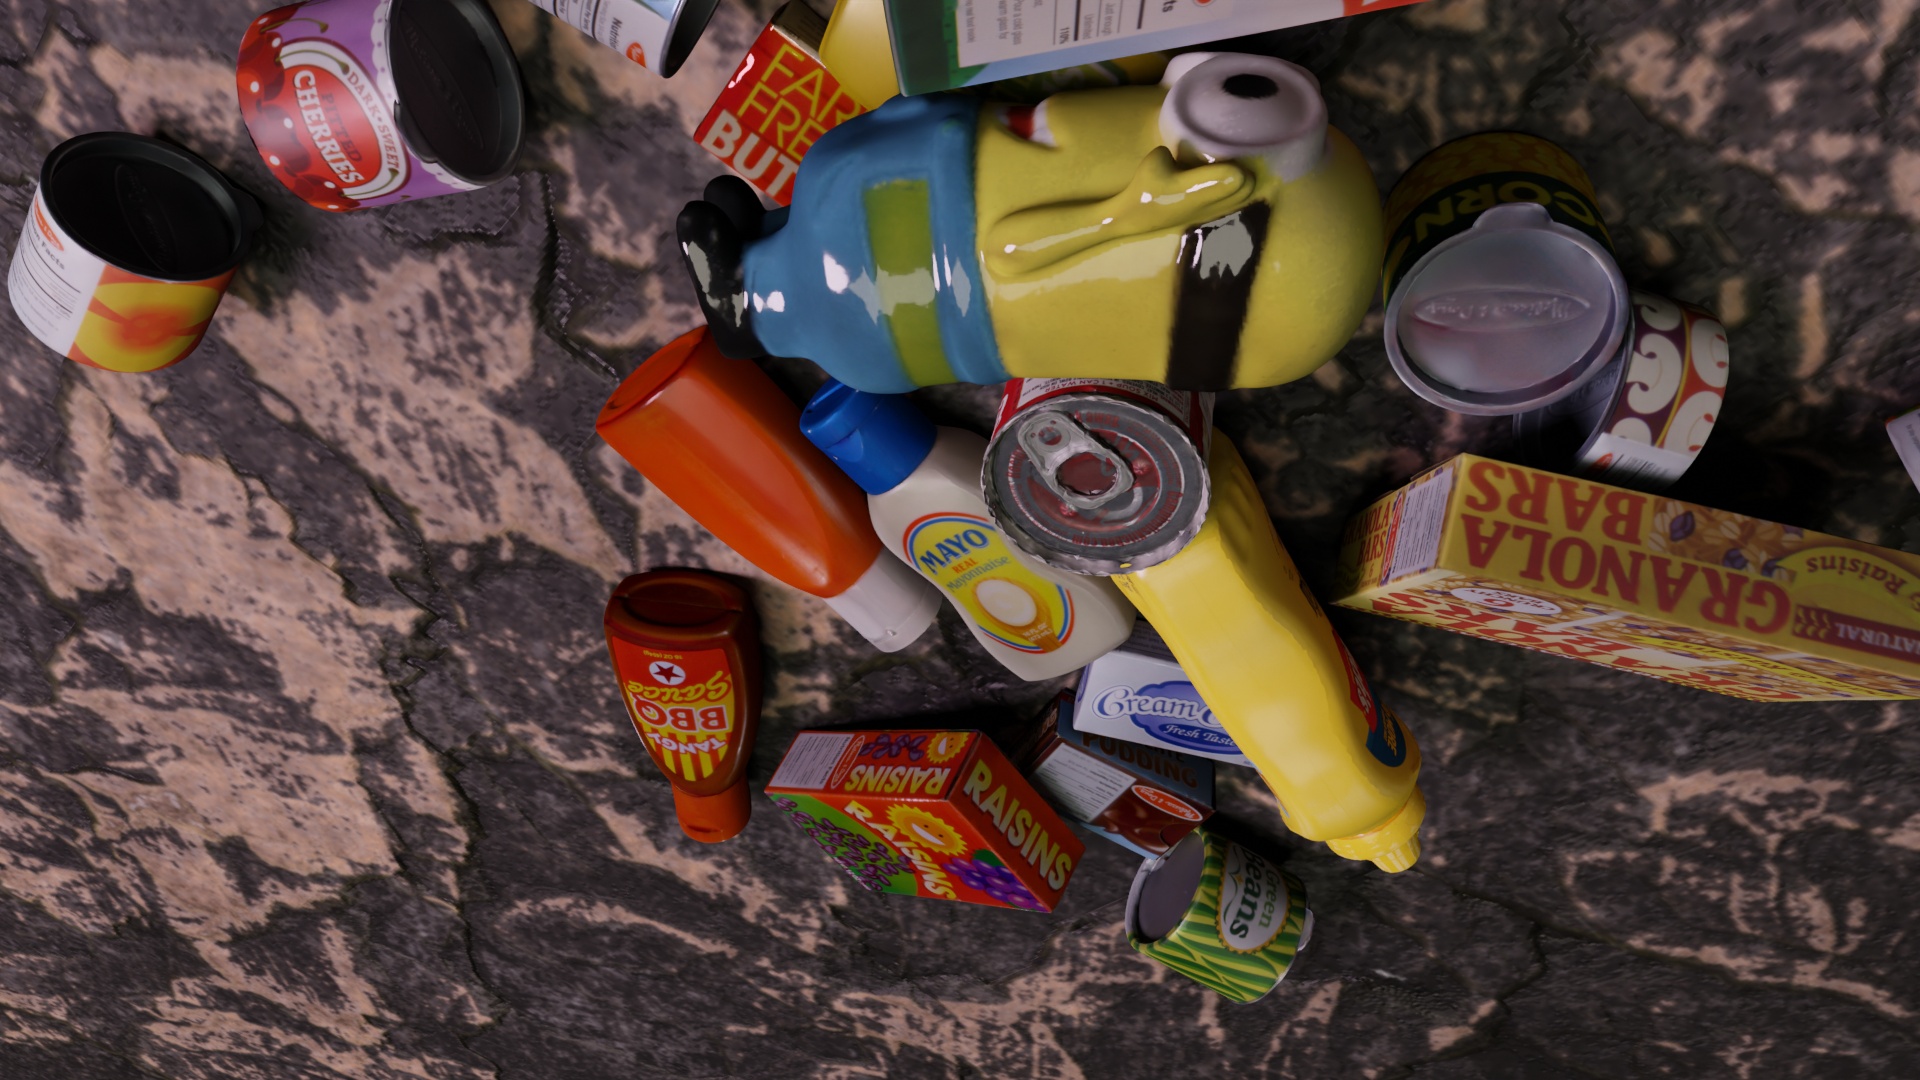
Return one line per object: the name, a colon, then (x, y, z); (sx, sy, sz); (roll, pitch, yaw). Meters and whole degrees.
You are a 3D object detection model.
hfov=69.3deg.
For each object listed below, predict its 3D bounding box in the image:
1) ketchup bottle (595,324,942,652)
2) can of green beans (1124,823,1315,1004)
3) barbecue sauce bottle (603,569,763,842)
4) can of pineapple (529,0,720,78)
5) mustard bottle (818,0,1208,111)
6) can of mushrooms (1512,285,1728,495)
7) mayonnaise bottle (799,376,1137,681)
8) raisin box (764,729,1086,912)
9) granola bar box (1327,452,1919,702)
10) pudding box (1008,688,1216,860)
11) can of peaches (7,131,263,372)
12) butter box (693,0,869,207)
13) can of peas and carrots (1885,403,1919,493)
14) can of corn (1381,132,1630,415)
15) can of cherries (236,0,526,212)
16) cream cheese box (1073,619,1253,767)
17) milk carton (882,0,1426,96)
ketchup bottle: (-0.068, -0.014, 0.542); (0.064, 0.044, 0.148); (-26, 121, 35)
can of green beans: (0.119, 0.173, 0.649); (0.058, 0.071, 0.071); (31, 131, -13)
barbecue sauce bottle: (-0.121, 0.080, 0.638); (0.065, 0.044, 0.147); (6, 132, 7)
can of pineapple: (-0.093, -0.176, 0.392); (0.058, 0.071, 0.070); (28, 131, -11)
mustard bottle: (0.041, -0.130, 0.410); (0.160, 0.049, 0.065); (24, 131, -8)
can of mushrooms: (0.205, -0.048, 0.435); (0.033, 0.071, 0.070); (15, 132, -3)
mayonnaise bottle: (0.002, -0.007, 0.534); (0.064, 0.041, 0.148); (-28, 120, 34)
raisin box: (-0.018, 0.126, 0.634); (0.123, 0.040, 0.086); (-7, 131, 45)
granola bar box: (0.222, 0.016, 0.460); (0.166, 0.039, 0.124); (13, 173, 2)
pudding box: (0.067, 0.107, 0.627); (0.084, 0.030, 0.049); (27, 130, -11)
can of peaches: (-0.299, -0.103, 0.505); (0.071, 0.071, 0.057); (36, 129, -18)
butter box: (-0.029, -0.122, 0.451); (0.103, 0.024, 0.053); (33, 129, -16)
can of peas and carrots: (0.333, -0.021, 0.428); (0.058, 0.071, 0.071); (-32, 118, 34)
can of corn: (0.161, -0.083, 0.418); (0.071, 0.058, 0.070); (7, 132, 8)
can of cherries: (-0.183, -0.140, 0.439); (0.058, 0.072, 0.071); (-5, 129, 18)
cream cheese box: (0.103, 0.066, 0.586); (0.104, 0.024, 0.053); (12, 131, 3)
milk carton: (0.071, -0.168, 0.319); (0.191, 0.072, 0.073); (-10, 166, 0)
